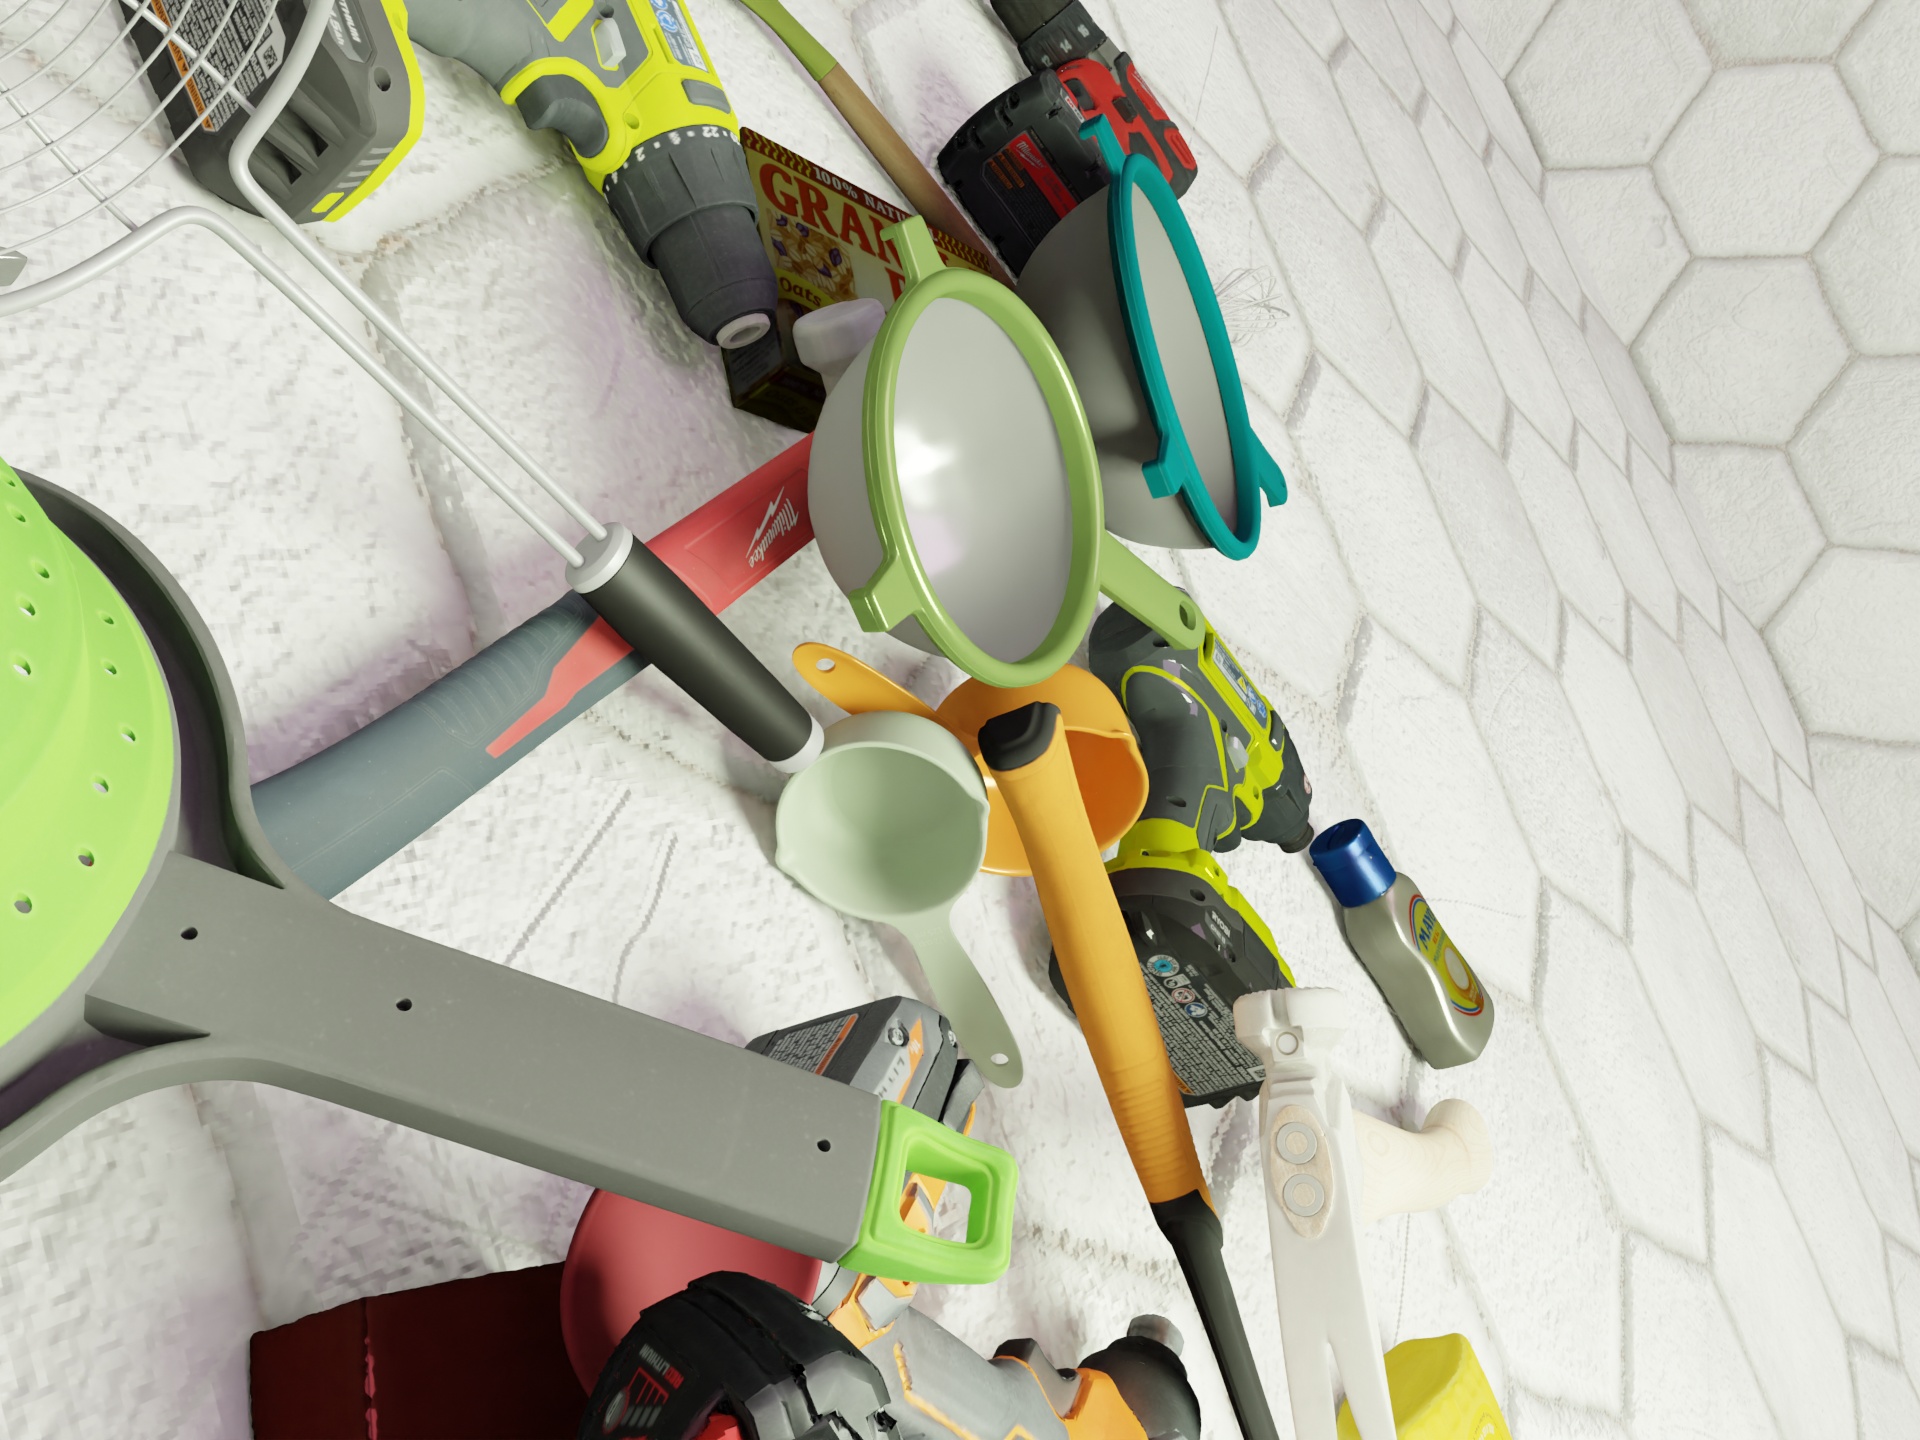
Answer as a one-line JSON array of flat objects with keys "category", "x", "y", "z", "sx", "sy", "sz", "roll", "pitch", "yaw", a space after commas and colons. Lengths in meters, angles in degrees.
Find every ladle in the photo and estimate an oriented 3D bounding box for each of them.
[{"category": "ladle", "x": -0.060, "y": 0.250, "z": 0.376, "sx": 0.069, "sy": 0.031, "sz": 0.315, "roll": 2, "pitch": 82, "yaw": -32}, {"category": "ladle", "x": -0.042, "y": -0.314, "z": 0.807, "sx": 0.319, "sy": 0.062, "sz": 0.078, "roll": 46, "pitch": 41, "yaw": -27}]

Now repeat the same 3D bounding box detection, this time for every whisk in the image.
[{"category": "whisk", "x": 0.153, "y": -0.260, "z": 1.035, "sx": 0.058, "sy": 0.059, "sz": 0.246, "roll": 32, "pitch": 33, "yaw": 20}]

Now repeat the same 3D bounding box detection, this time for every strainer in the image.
[{"category": "strainer", "x": 0.106, "y": -0.166, "z": 0.885, "sx": 0.340, "sy": 0.095, "sz": 0.211, "roll": 21, "pitch": 58, "yaw": -66}, {"category": "strainer", "x": 0.018, "y": -0.071, "z": 0.629, "sx": 0.256, "sy": 0.069, "sz": 0.151, "roll": 26, "pitch": 63, "yaw": -54}]

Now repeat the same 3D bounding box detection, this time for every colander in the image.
[{"category": "colander", "x": -0.153, "y": 0.019, "z": 0.284, "sx": 0.397, "sy": 0.094, "sz": 0.205, "roll": 22, "pitch": 45, "yaw": -13}]

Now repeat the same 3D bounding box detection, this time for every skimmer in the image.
[{"category": "skimmer", "x": -0.113, "y": -0.062, "z": 0.396, "sx": 0.090, "sy": 0.127, "sz": 0.362, "roll": 39, "pitch": -6, "yaw": 39}]

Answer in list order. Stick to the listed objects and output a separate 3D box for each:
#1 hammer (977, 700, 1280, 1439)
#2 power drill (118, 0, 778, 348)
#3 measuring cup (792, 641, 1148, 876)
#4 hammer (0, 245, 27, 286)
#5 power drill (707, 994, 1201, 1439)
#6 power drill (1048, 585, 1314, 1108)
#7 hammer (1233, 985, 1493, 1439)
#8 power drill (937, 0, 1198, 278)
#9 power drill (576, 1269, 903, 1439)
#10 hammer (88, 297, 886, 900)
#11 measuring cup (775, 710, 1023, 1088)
[{"category": "hammer", "x": 0.075, "y": 0.155, "z": 0.570, "sx": 0.127, "sy": 0.034, "sz": 0.337, "roll": 6, "pitch": 65, "yaw": -75}, {"category": "power drill", "x": -0.165, "y": -0.228, "z": 0.574, "sx": 0.228, "sy": 0.080, "sz": 0.190, "roll": -16, "pitch": 81, "yaw": -57}, {"category": "measuring cup", "x": -0.001, "y": -0.002, "z": 0.627, "sx": 0.173, "sy": 0.095, "sz": 0.052, "roll": 33, "pitch": 29, "yaw": -34}, {"category": "hammer", "x": -0.299, "y": -0.253, "z": 0.453, "sx": 0.146, "sy": 0.035, "sz": 0.335, "roll": 32, "pitch": 45, "yaw": -36}, {"category": "power drill", "x": 0.003, "y": 0.202, "z": 0.510, "sx": 0.226, "sy": 0.084, "sz": 0.164, "roll": 57, "pitch": 34, "yaw": -15}, {"category": "power drill", "x": 0.118, "y": 0.062, "z": 0.750, "sx": 0.171, "sy": 0.080, "sz": 0.223, "roll": 49, "pitch": 34, "yaw": -27}, {"category": "hammer", "x": 0.195, "y": 0.206, "z": 0.695, "sx": 0.410, "sy": 0.038, "sz": 0.146, "roll": 29, "pitch": 53, "yaw": -62}, {"category": "power drill", "x": 0.060, "y": -0.364, "z": 0.955, "sx": 0.187, "sy": 0.080, "sz": 0.227, "roll": 50, "pitch": 34, "yaw": -18}, {"category": "power drill", "x": -0.111, "y": 0.200, "z": 0.296, "sx": 0.219, "sy": 0.078, "sz": 0.143, "roll": -20, "pitch": 93, "yaw": -27}, {"category": "hammer", "x": -0.110, "y": -0.017, "z": 0.526, "sx": 0.386, "sy": 0.038, "sz": 0.143, "roll": -47, "pitch": 128, "yaw": -49}, {"category": "measuring cup", "x": -0.010, "y": 0.069, "z": 0.601, "sx": 0.038, "sy": 0.083, "sz": 0.167, "roll": -80, "pitch": 149, "yaw": -59}]
